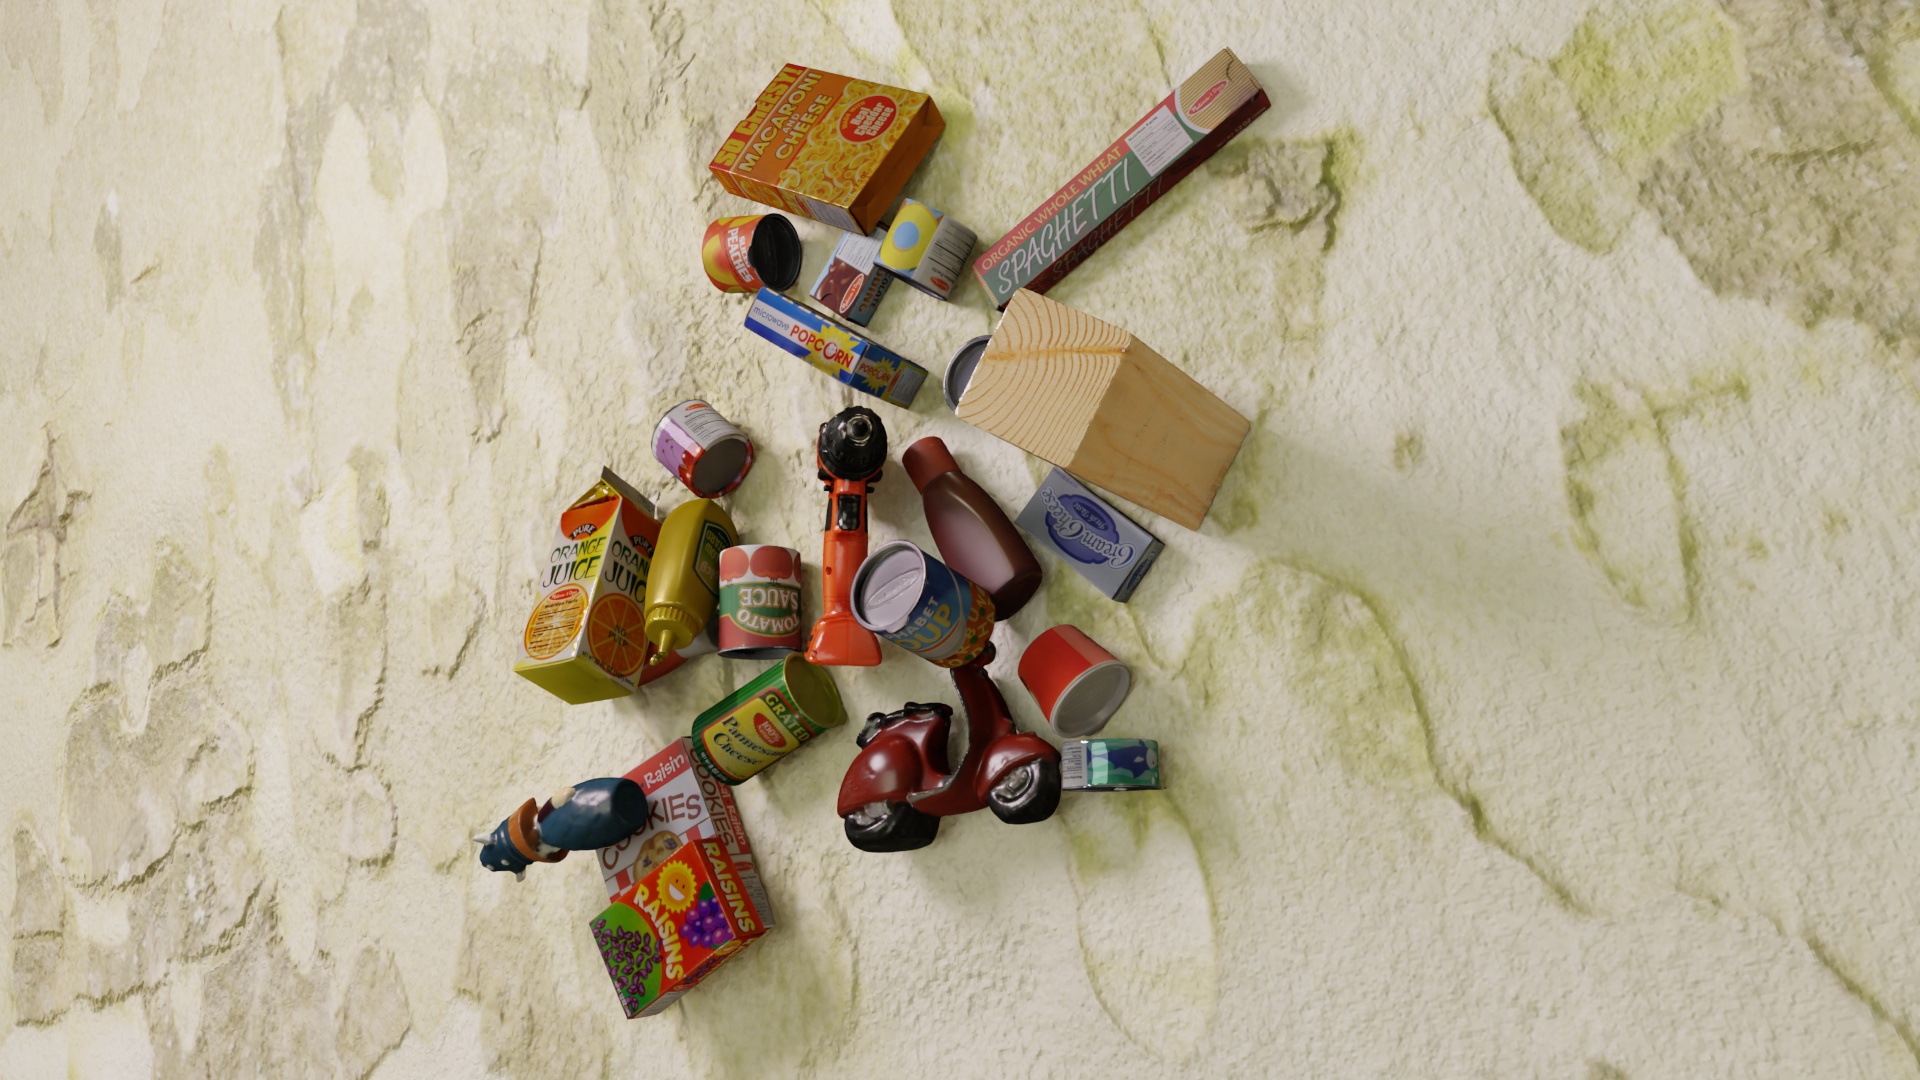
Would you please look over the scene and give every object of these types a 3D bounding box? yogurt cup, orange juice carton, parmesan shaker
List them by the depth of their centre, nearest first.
[{"bbox_3d":[0.077,0.095,0.966,0.072,0.072,0.054,-52,52,11],"label":"yogurt cup"},{"bbox_3d":[-0.151,0.143,1.090,0.103,0.071,0.071,-34,65,21],"label":"parmesan shaker"},{"bbox_3d":[-0.299,0.033,1.160,0.073,0.071,0.193,-12,54,29],"label":"orange juice carton"}]

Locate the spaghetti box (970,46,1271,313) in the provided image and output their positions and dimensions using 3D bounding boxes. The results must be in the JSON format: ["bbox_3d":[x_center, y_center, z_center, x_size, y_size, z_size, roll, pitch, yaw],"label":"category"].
[{"bbox_3d":[0.116,-0.264,1.039,0.249,0.028,0.050,-38,63,19],"label":"spaghetti box"}]

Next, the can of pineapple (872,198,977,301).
[{"bbox_3d":[-0.029,-0.230,1.096,0.071,0.071,0.058,30,95,32],"label":"can of pineapple"}]

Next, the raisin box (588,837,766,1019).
[{"bbox_3d":[-0.218,0.297,1.064,0.123,0.040,0.086,-40,63,19],"label":"raisin box"}]

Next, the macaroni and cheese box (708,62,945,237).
[{"bbox_3d":[-0.114,-0.331,1.163,0.166,0.040,0.124,24,73,32],"label":"macaroni and cheese box"}]

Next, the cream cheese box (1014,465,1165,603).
[{"bbox_3d":[0.092,-0.005,1.000,0.104,0.024,0.053,40,101,31],"label":"cream cheese box"}]

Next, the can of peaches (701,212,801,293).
[{"bbox_3d":[-0.180,-0.244,1.185,0.058,0.071,0.071,4,82,32],"label":"can of peaches"}]

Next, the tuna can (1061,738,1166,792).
[{"bbox_3d":[0.104,0.152,0.938,0.071,0.071,0.033,-8,76,29],"label":"tuna can"}]

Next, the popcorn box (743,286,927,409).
[{"bbox_3d":[-0.100,-0.154,1.110,0.127,0.085,0.038,32,98,31],"label":"popcorn box"}]

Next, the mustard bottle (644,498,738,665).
[{"bbox_3d":[-0.222,0.039,1.119,0.049,0.065,0.161,-15,43,23],"label":"mustard bottle"}]

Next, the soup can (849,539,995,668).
[{"bbox_3d":[-0.025,0.048,0.963,0.071,0.083,0.071,-19,56,31],"label":"soup can"}]

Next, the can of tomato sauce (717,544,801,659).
[{"bbox_3d":[-0.160,0.050,1.112,0.071,0.071,0.083,-9,75,29],"label":"can of tomato sauce"}]

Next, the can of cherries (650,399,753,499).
[{"bbox_3d":[-0.218,-0.075,1.177,0.058,0.071,0.071,39,100,30],"label":"can of cherries"}]

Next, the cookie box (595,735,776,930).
[{"bbox_3d":[-0.231,0.260,1.127,0.122,0.040,0.168,-34,66,21],"label":"cookie box"}]

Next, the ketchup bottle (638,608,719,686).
[{"bbox_3d":[-0.263,0.090,1.180,0.148,0.043,0.065,-15,66,27],"label":"ketchup bottle"}]

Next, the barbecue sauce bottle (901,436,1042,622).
[{"bbox_3d":[0.004,-0.013,1.041,0.149,0.044,0.064,59,134,27],"label":"barbecue sauce bottle"}]

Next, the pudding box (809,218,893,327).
[{"bbox_3d":[-0.083,-0.225,1.148,0.050,0.030,0.083,35,98,30],"label":"pudding box"}]

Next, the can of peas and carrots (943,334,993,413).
[{"bbox_3d":[0.031,-0.113,1.039,0.071,0.059,0.071,-6,77,29],"label":"can of peas and carrots"}]
